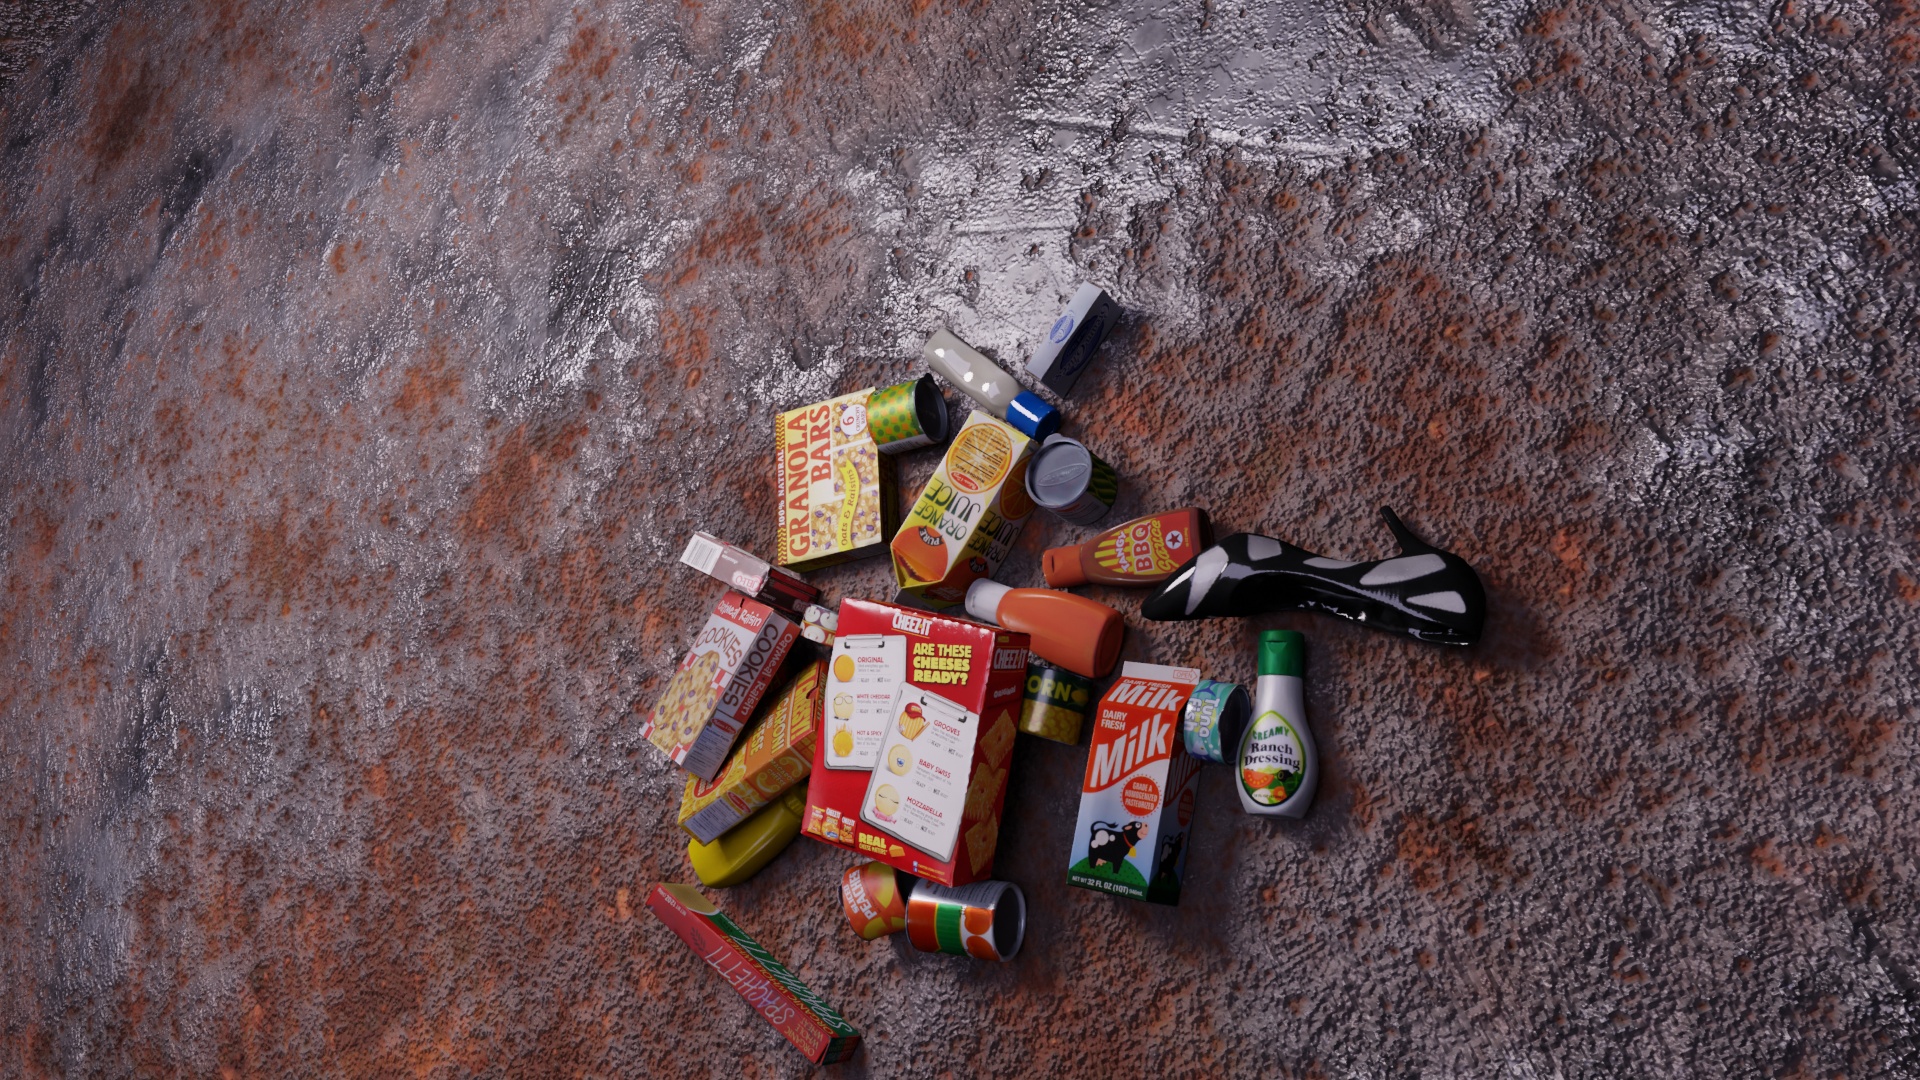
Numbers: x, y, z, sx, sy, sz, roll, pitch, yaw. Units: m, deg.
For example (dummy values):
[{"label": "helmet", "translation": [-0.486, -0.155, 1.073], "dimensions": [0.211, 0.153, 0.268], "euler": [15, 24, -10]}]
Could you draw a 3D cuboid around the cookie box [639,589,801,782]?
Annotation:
[{"label": "cookie box", "translation": [-0.233, 0.135, 1.339], "dimensions": [0.123, 0.040, 0.168], "euler": [13, 70, 59]}]

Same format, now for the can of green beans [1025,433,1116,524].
[{"label": "can of green beans", "translation": [0.101, -0.053, 1.254], "dimensions": [0.071, 0.058, 0.071], "euler": [-9, 70, 27]}]

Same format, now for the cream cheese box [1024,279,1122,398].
[{"label": "cream cheese box", "translation": [0.106, -0.188, 1.298], "dimensions": [0.024, 0.053, 0.103], "euler": [36, 93, 31]}]

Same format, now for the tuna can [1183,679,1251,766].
[{"label": "tuna can", "translation": [0.207, 0.146, 1.121], "dimensions": [0.033, 0.071, 0.071], "euler": [6, 77, 32]}]

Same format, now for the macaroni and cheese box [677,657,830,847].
[{"label": "macaroni and cheese box", "translation": [-0.186, 0.197, 1.309], "dimensions": [0.166, 0.040, 0.124], "euler": [-36, 23, 15]}]

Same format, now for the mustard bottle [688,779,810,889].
[{"label": "mustard bottle", "translation": [-0.185, 0.268, 1.319], "dimensions": [0.160, 0.049, 0.065], "euler": [-37, 61, 14]}]

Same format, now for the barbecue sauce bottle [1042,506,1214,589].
[{"label": "barbecue sauce bottle", "translation": [0.146, 0.014, 1.216], "dimensions": [0.148, 0.043, 0.065], "euler": [-11, 71, 27]}]

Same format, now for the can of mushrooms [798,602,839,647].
[{"label": "can of mushrooms", "translation": [-0.118, 0.086, 1.329], "dimensions": [0.071, 0.071, 0.033], "euler": [17, 84, 33]}]

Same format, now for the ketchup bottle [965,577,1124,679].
[{"label": "ketchup bottle", "translation": [0.072, 0.071, 1.237], "dimensions": [0.149, 0.043, 0.064], "euler": [19, 105, 35]}]

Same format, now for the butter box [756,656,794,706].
[{"label": "butter box", "translation": [-0.212, 0.152, 1.387], "dimensions": [0.103, 0.024, 0.053], "euler": [-36, 60, 15]}]

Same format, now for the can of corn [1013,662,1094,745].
[{"label": "can of corn", "translation": [0.075, 0.141, 1.198], "dimensions": [0.071, 0.071, 0.058], "euler": [11, 81, 32]}]

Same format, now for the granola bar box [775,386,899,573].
[{"label": "granola bar box", "translation": [-0.125, -0.059, 1.397], "dimensions": [0.124, 0.039, 0.166], "euler": [-13, 68, 25]}]

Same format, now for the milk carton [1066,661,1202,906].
[{"label": "milk carton", "translation": [0.149, 0.195, 1.136], "dimensions": [0.072, 0.073, 0.191], "euler": [4, 76, 31]}]

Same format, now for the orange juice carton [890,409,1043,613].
[{"label": "orange juice carton", "translation": [0.005, -0.016, 1.289], "dimensions": [0.073, 0.071, 0.192], "euler": [32, 91, 34]}]

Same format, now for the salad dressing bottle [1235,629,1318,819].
[{"label": "salad dressing bottle", "translation": [0.254, 0.146, 1.110], "dimensions": [0.064, 0.044, 0.148], "euler": [-3, 73, 28]}]

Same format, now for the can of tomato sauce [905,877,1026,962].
[{"label": "can of tomato sauce", "translation": [0.006, 0.322, 1.182], "dimensions": [0.083, 0.071, 0.071], "euler": [-2, 74, 29]}]

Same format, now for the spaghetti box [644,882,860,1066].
[{"label": "spaghetti box", "translation": [-0.194, 0.396, 1.281], "dimensions": [0.250, 0.050, 0.028], "euler": [30, 92, 33]}]

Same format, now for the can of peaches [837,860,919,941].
[{"label": "can of peaches", "translation": [-0.065, 0.312, 1.222], "dimensions": [0.058, 0.071, 0.071], "euler": [-23, 64, 21]}]

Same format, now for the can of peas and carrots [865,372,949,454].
[{"label": "can of peas and carrots", "translation": [-0.053, -0.124, 1.360], "dimensions": [0.058, 0.071, 0.071], "euler": [-12, 69, 27]}]

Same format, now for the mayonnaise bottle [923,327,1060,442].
[{"label": "mayonnaise bottle", "translation": [0.031, -0.146, 1.325], "dimensions": [0.148, 0.064, 0.041], "euler": [39, 87, 29]}]
